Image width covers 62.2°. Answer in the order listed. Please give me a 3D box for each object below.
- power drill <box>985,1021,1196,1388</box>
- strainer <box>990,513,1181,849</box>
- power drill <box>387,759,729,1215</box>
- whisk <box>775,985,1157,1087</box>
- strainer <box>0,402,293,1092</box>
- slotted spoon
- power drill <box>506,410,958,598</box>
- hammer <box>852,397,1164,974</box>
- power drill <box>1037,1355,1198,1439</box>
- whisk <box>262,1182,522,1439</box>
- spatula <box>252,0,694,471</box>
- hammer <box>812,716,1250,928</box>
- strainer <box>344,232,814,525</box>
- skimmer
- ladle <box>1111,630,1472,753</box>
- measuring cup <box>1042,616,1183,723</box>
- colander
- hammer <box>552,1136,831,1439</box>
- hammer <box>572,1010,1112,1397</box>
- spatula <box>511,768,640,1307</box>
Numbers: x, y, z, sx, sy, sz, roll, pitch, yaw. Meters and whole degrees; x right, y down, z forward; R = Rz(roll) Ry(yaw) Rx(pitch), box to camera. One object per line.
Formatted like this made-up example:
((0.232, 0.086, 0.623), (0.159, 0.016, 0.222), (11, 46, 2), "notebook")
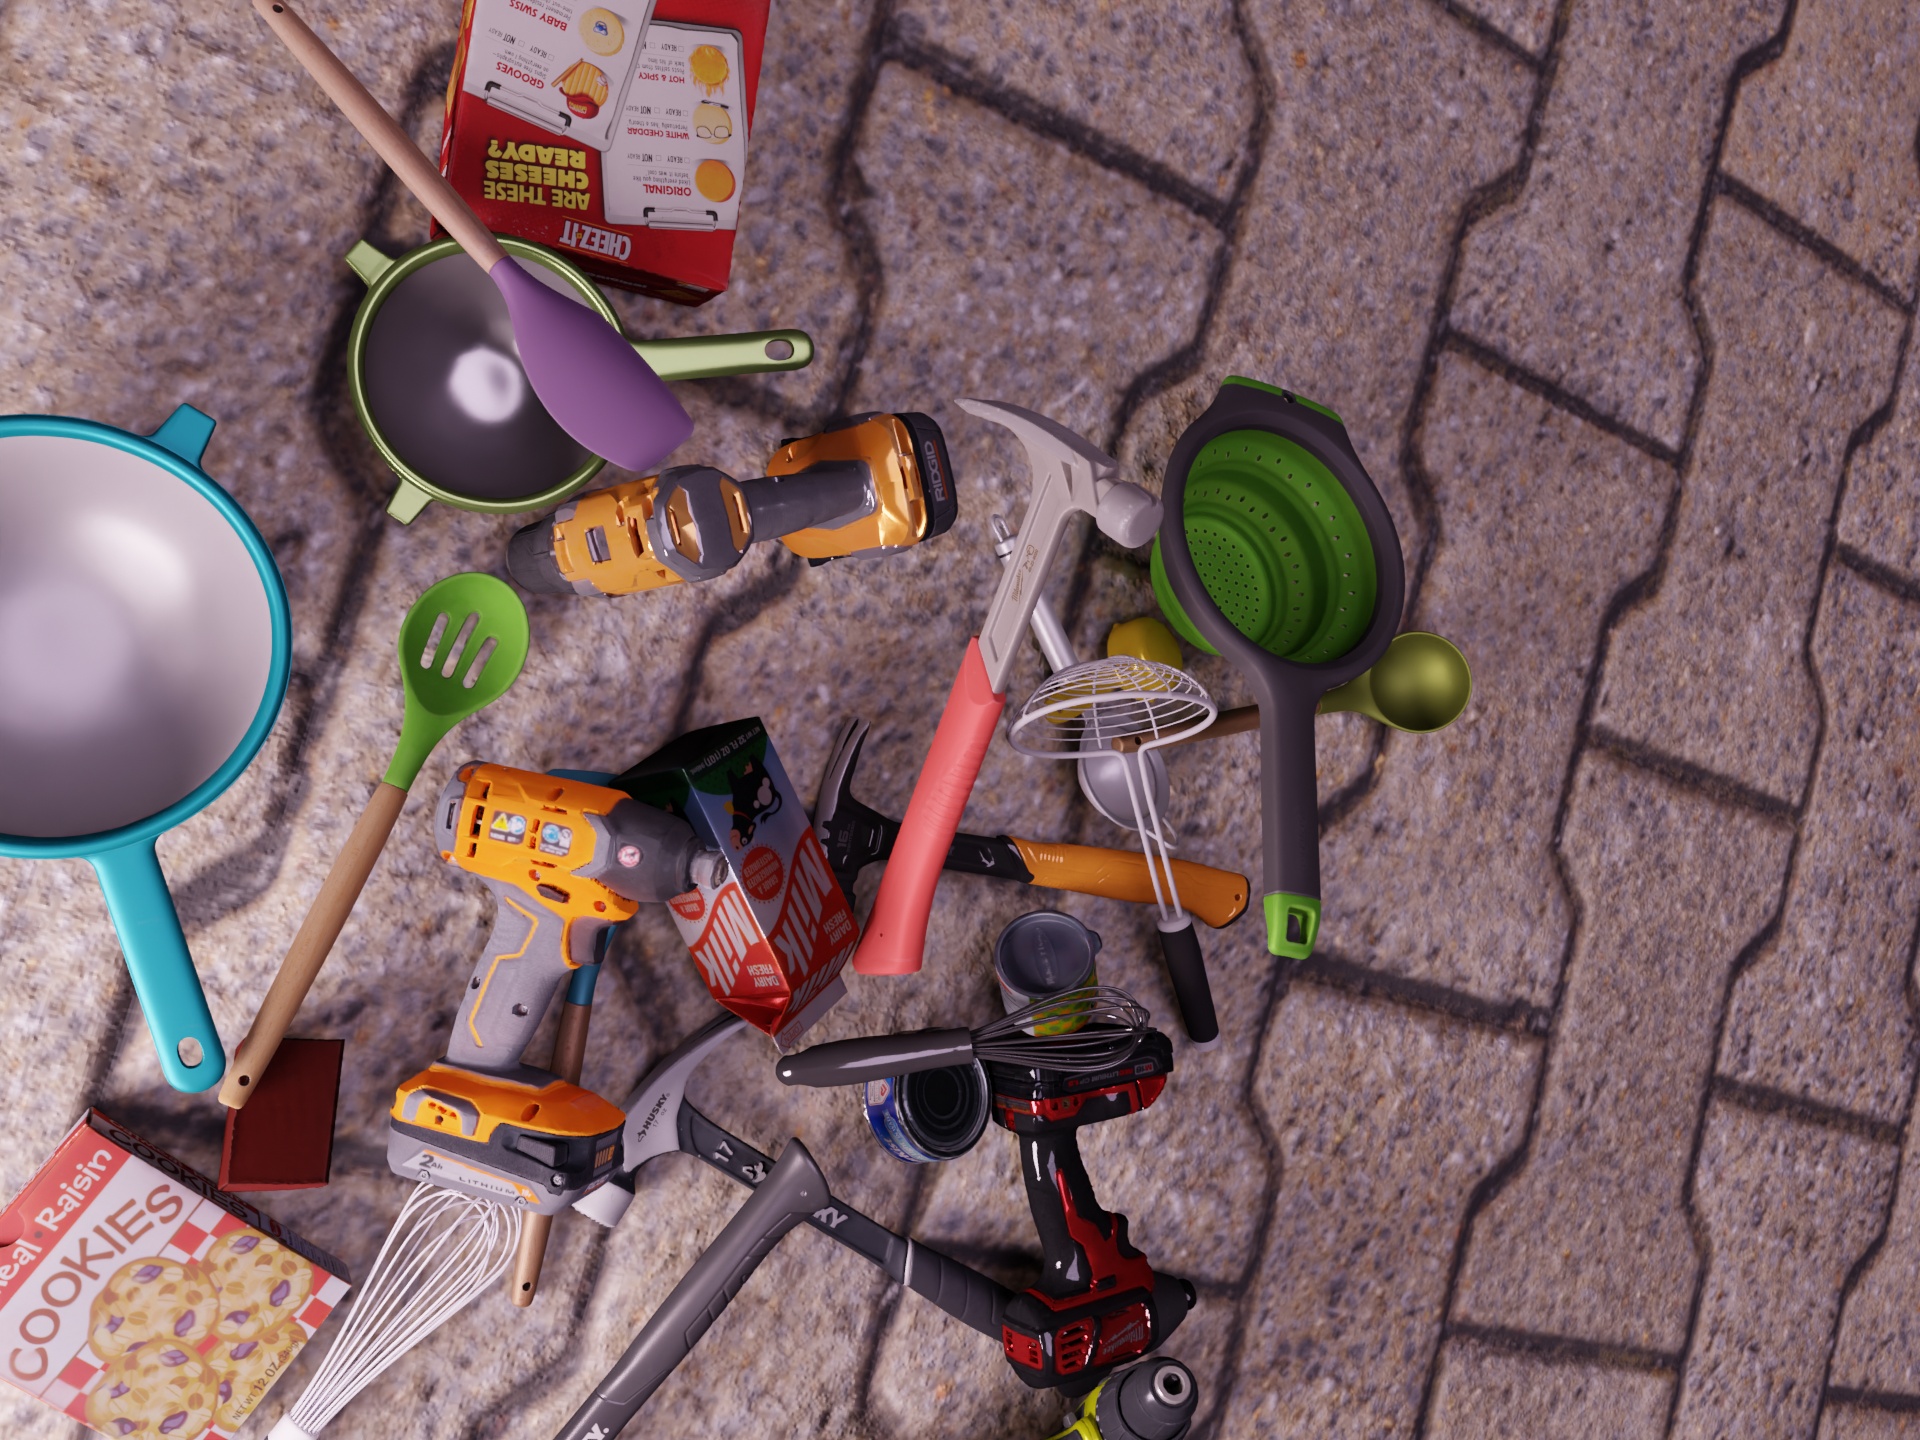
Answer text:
((0.091, 0.321, 1.066), (0.143, 0.078, 0.220), (-3, 87, -31), "power drill")
((0.078, -0.023, 1.086), (0.087, 0.050, 0.258), (-33, 101, -46), "strainer")
((-0.221, 0.147, 0.880), (0.164, 0.084, 0.226), (10, 90, 13), "power drill")
((0.005, 0.203, 0.986), (0.239, 0.055, 0.055), (-7, 95, -6), "whisk")
((-0.433, 0.020, 0.803), (0.211, 0.095, 0.340), (-17, 101, -22), "strainer")
((-0.322, 0.059, 0.867), (0.070, 0.031, 0.314), (30, 68, -23), "slotted spoon")
((-0.137, -0.117, 0.923), (0.226, 0.185, 0.084), (-21, 102, -44), "power drill")
((-0.001, -0.003, 0.938), (0.036, 0.149, 0.359), (-5, 124, -44), "hammer")
((0.039, 0.477, 1.012), (0.228, 0.190, 0.080), (-12, 56, -21), "power drill")
((-0.347, 0.368, 0.882), (0.070, 0.070, 0.284), (43, 79, -21), "whisk")
((-0.262, -0.259, 0.839), (0.060, 0.018, 0.316), (-42, 94, -19), "spatula")
((0.058, 0.089, 1.082), (0.336, 0.034, 0.127), (12, 87, -26), "hammer")
((-0.214, -0.199, 0.908), (0.256, 0.069, 0.151), (-10, 98, -20), "strainer")
((0.126, 0.105, 1.033), (0.127, 0.090, 0.363), (-10, 123, 13), "skimmer")
((0.242, -0.010, 1.137), (0.320, 0.062, 0.078), (-10, 84, -33), "ladle")
((0.104, -0.029, 1.065), (0.156, 0.029, 0.062), (-29, 94, -52), "measuring cup")
((0.195, -0.032, 1.070), (0.204, 0.094, 0.397), (13, 67, -26), "colander")
((-0.197, 0.385, 0.937), (0.146, 0.035, 0.335), (42, 83, -21), "hammer")
((-0.048, 0.339, 1.038), (0.408, 0.036, 0.149), (38, 75, -23), "hammer")
((-0.233, 0.190, 0.948), (0.082, 0.044, 0.317), (11, 92, -27), "spatula")
